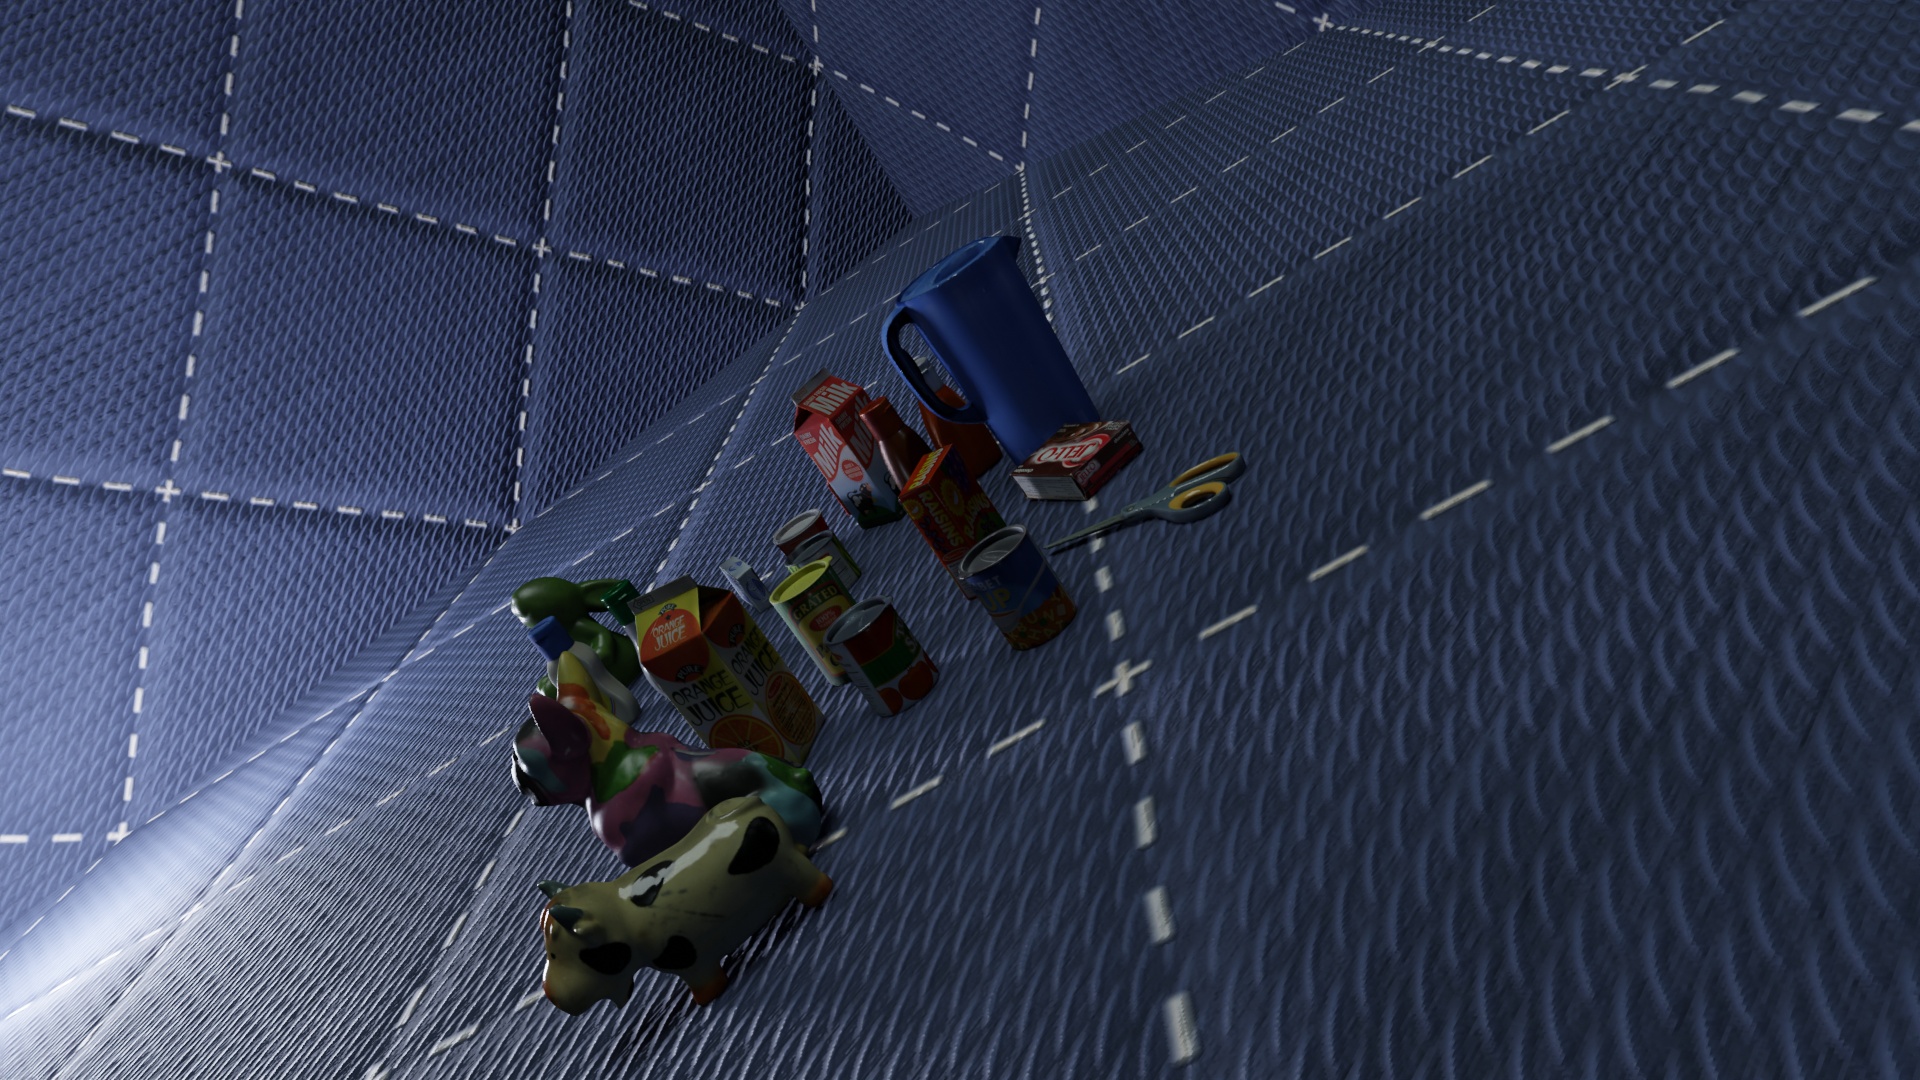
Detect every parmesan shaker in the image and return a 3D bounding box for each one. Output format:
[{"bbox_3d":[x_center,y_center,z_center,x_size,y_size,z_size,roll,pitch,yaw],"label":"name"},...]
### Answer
[{"bbox_3d":[-0.121,0.076,1.307,0.071,0.103,0.071,-30,18,11],"label":"parmesan shaker"}]

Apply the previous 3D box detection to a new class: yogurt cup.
[{"bbox_3d":[-0.184,0.002,1.677,0.072,0.054,0.072,-30,19,11],"label":"yogurt cup"}]

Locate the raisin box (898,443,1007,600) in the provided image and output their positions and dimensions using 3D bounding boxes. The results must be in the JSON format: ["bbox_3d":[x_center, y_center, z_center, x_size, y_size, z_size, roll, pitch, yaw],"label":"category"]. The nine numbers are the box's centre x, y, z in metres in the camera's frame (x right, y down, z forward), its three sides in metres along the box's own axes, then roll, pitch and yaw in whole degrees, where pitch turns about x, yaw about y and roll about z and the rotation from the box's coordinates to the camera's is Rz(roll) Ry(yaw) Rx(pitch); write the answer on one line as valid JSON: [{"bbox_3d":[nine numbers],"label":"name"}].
[{"bbox_3d":[-0.001,-0.018,1.312,0.040,0.123,0.086,-24,21,29],"label":"raisin box"}]

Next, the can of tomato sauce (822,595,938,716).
[{"bbox_3d":[-0.066,0.098,1.191,0.071,0.083,0.071,-30,18,11],"label":"can of tomato sauce"}]

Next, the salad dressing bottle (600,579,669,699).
[{"bbox_3d":[-0.331,0.109,1.505,0.064,0.147,0.044,-40,19,-19],"label":"salad dressing bottle"}]

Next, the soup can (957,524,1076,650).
[{"bbox_3d":[0.046,0.041,1.148,0.071,0.083,0.071,-30,18,11],"label":"soup can"}]

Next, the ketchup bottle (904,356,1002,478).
[{"bbox_3d":[-0.014,-0.141,1.604,0.065,0.148,0.043,-39,19,-17],"label":"ketchup bottle"}]

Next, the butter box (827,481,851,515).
[{"bbox_3d":[-0.151,-0.073,1.811,0.024,0.053,0.104,-32,18,6],"label":"butter box"}]

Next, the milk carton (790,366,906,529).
[{"bbox_3d":[-0.128,-0.112,1.654,0.073,0.190,0.073,-15,26,46],"label":"milk carton"}]

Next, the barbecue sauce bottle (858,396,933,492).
[{"bbox_3d":[-0.058,-0.091,1.551,0.043,0.148,0.065,-20,23,36],"label":"barbecue sauce bottle"}]

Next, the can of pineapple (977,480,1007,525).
[{"bbox_3d":[0.005,-0.018,1.404,0.071,0.057,0.071,-30,19,11],"label":"can of pineapple"}]

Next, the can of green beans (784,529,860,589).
[{"bbox_3d":[-0.153,0.030,1.549,0.071,0.057,0.071,-30,19,11],"label":"can of green beans"}]

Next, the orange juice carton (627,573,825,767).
[{"bbox_3d":[-0.207,0.116,1.210,0.071,0.192,0.073,-25,20,25],"label":"orange juice carton"}]

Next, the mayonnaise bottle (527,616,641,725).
[{"bbox_3d":[-0.424,0.152,1.552,0.064,0.147,0.041,-29,19,14],"label":"mayonnaise bottle"}]

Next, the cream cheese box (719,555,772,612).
[{"bbox_3d":[-0.257,0.052,1.675,0.024,0.053,0.104,-38,19,-13],"label":"cream cheese box"}]
